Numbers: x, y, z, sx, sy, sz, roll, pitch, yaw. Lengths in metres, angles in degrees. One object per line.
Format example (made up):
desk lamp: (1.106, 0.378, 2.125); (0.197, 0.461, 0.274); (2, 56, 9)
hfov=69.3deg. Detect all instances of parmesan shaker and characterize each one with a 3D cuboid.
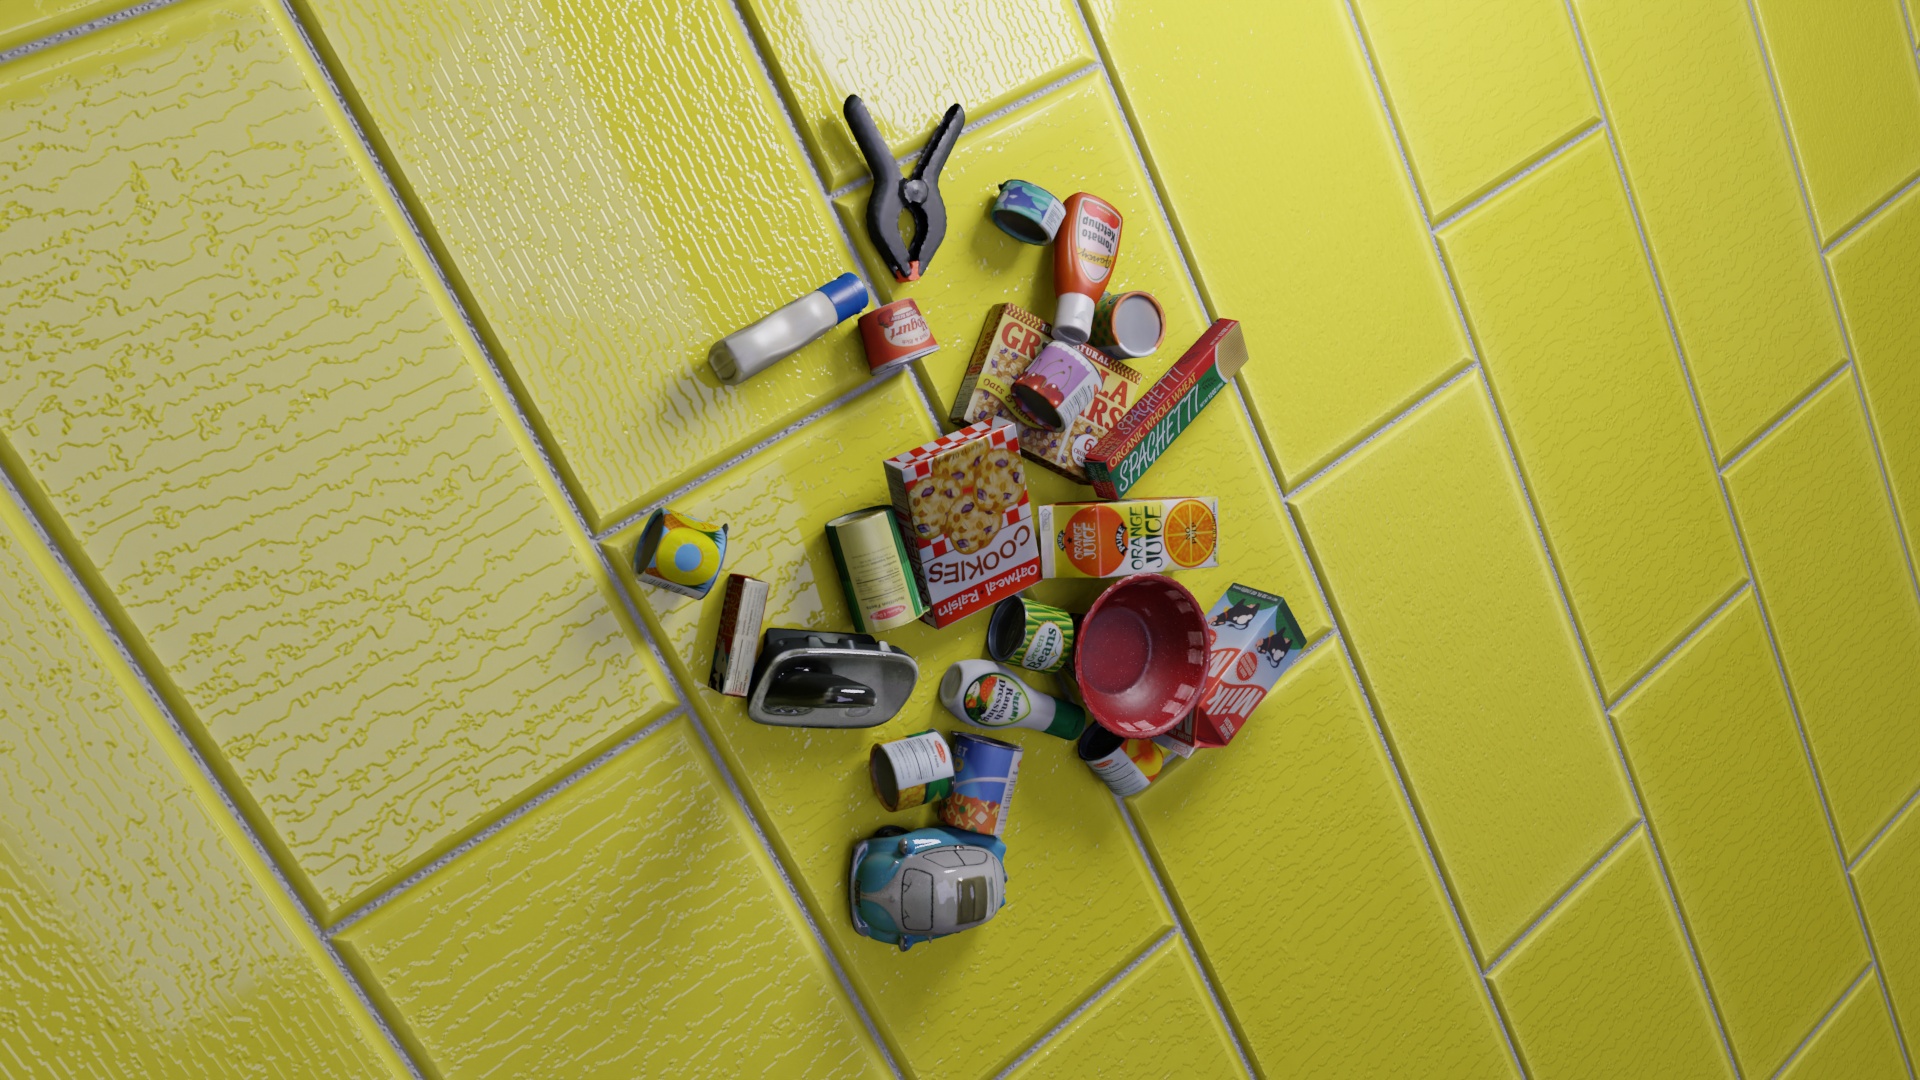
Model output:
parmesan shaker: (-0.075, 0.024, 1.257); (0.071, 0.071, 0.103); (-20, 101, -25)

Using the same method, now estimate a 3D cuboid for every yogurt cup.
yogurt cup: (-0.059, -0.186, 1.259); (0.072, 0.072, 0.054); (-24, 95, -24)

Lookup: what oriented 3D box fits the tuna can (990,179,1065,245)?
tuna can: (0.061, -0.311, 1.315); (0.071, 0.071, 0.033); (30, 80, -26)

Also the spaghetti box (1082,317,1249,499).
spaghetti box: (0.210, -0.134, 1.391); (0.251, 0.029, 0.050); (-45, 129, -29)

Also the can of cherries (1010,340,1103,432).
can of cherries: (0.087, -0.144, 1.292); (0.058, 0.071, 0.071); (-49, 112, -15)

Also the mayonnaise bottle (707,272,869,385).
mayonnaise bottle: (-0.148, -0.187, 1.215); (0.149, 0.064, 0.041); (-35, 100, -26)

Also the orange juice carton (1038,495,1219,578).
orange juice carton: (0.159, -0.004, 1.371); (0.193, 0.073, 0.071); (-4, 94, -30)

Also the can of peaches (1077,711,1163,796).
can of peaches: (0.162, 0.212, 1.392); (0.071, 0.071, 0.058); (-48, 112, -17)

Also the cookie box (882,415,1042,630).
cookie box: (0.005, -0.016, 1.291); (0.123, 0.040, 0.166); (-24, 118, -24)

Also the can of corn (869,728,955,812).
can of corn: (-0.046, 0.214, 1.285); (0.058, 0.071, 0.071); (-10, 97, -26)

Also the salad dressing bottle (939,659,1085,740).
salad dressing bottle: (0.053, 0.158, 1.343); (0.147, 0.044, 0.064); (20, 92, -27)

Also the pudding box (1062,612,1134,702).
pudding box: (0.129, 0.118, 1.389); (0.083, 0.030, 0.050); (46, 71, -22)

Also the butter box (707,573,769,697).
butter box: (-0.193, 0.082, 1.207); (0.024, 0.053, 0.103); (12, 86, -25)

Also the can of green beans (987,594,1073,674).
can of green beans: (0.067, 0.091, 1.336); (0.058, 0.071, 0.071); (18, 85, -27)

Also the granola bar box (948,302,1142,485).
granola bar box: (0.083, -0.140, 1.348); (0.165, 0.039, 0.124); (24, 82, -26)

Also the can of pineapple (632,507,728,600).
can of pineapple: (-0.237, 0.009, 1.173); (0.058, 0.071, 0.071); (21, 83, -27)

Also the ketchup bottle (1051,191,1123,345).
ketchup bottle: (0.116, -0.259, 1.335); (0.065, 0.043, 0.149); (23, 65, -26)

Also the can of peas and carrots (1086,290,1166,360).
can of peas and carrots: (0.161, -0.214, 1.374); (0.071, 0.058, 0.071); (-2, 94, -28)

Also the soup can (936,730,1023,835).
soup can: (0.016, 0.229, 1.317); (0.071, 0.071, 0.084); (16, 86, -27)

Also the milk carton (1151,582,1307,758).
milk carton: (0.266, 0.141, 1.431); (0.191, 0.072, 0.073); (-47, 125, -17)
